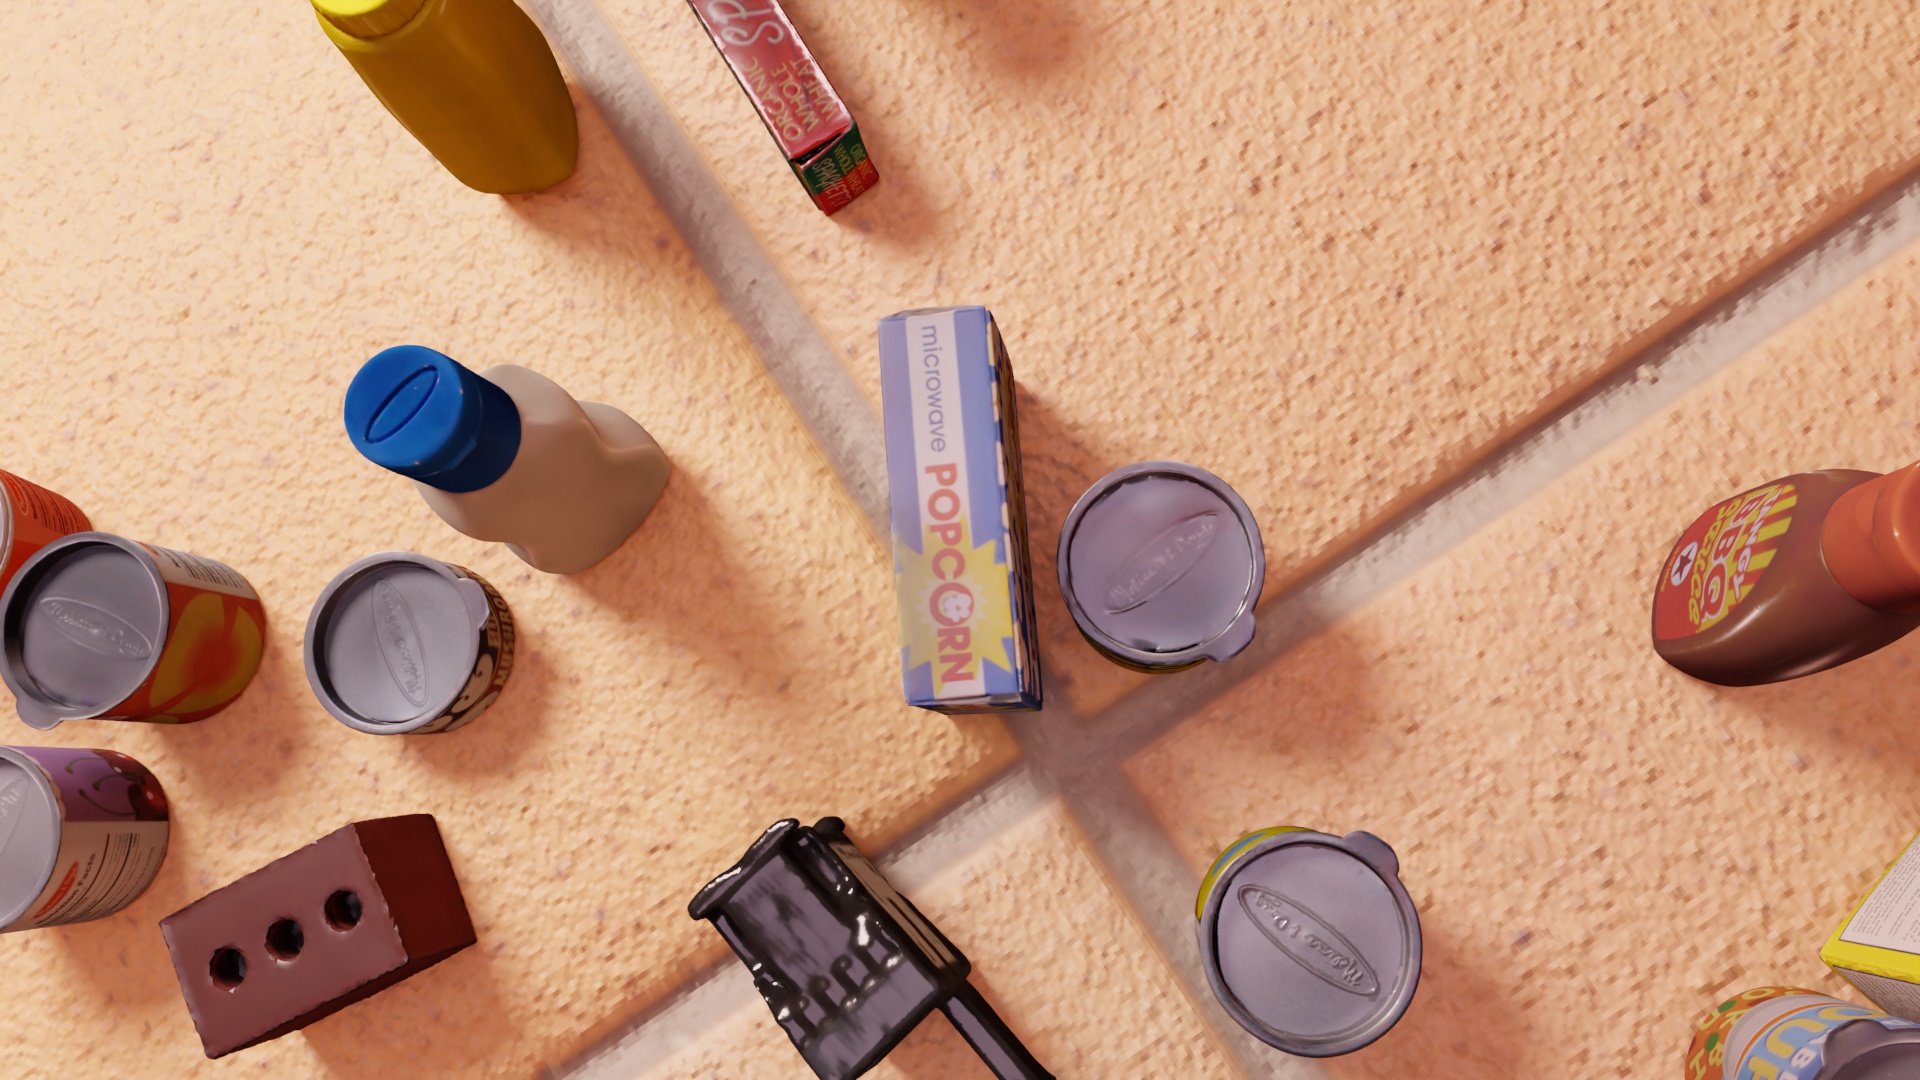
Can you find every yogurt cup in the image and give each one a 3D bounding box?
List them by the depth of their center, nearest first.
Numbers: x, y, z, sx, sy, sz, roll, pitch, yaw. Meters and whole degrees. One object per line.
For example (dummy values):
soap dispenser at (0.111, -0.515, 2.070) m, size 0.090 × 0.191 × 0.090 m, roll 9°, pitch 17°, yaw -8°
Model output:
yogurt cup at (-0.372, 0.003, 0.526) m, size 0.072 × 0.054 × 0.072 m, roll -1°, pitch 80°, yaw 7°

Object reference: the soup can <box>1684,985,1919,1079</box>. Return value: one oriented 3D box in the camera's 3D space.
soup can at (0.260, 0.167, 0.407) m, size 0.071 × 0.083 × 0.071 m, roll -1°, pitch 81°, yaw 7°

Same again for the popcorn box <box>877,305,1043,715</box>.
popcorn box at (0.002, -0.006, 0.467) m, size 0.038 × 0.085 × 0.127 m, roll -6°, pitch 80°, yaw 6°

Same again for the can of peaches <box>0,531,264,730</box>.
can of peaches at (-0.304, 0.036, 0.510) m, size 0.071 × 0.058 × 0.071 m, roll -1°, pitch 80°, yaw 7°

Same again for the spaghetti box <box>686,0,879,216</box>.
spaghetti box at (-0.107, -0.237, 0.537) m, size 0.029 × 0.050 × 0.250 m, roll -32°, pitch 78°, yaw 1°

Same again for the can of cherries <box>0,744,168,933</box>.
can of cherries at (-0.336, 0.105, 0.502) m, size 0.071 × 0.058 × 0.071 m, roll -1°, pitch 80°, yaw 7°

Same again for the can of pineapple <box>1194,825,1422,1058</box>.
can of pineapple at (0.110, 0.125, 0.445) m, size 0.071 × 0.058 × 0.071 m, roll -1°, pitch 80°, yaw 7°

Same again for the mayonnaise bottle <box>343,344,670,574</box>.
mayonnaise bottle at (-0.145, -0.027, 0.456) m, size 0.041 × 0.148 × 0.065 m, roll 42°, pitch 88°, yaw 11°

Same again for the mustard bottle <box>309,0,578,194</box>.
mustard bottle at (-0.182, -0.174, 0.479) m, size 0.049 × 0.160 × 0.065 m, roll -13°, pitch 80°, yaw 5°

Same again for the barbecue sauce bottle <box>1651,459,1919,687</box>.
barbecue sauce bottle at (0.251, 0.007, 0.402) m, size 0.044 × 0.148 × 0.065 m, roll 24°, pitch 84°, yaw 10°

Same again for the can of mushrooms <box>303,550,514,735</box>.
can of mushrooms at (-0.199, 0.038, 0.510) m, size 0.071 × 0.033 × 0.071 m, roll -1°, pitch 80°, yaw 7°

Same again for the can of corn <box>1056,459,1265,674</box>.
can of corn at (0.069, 0.013, 0.469) m, size 0.071 × 0.058 × 0.071 m, roll -1°, pitch 80°, yaw 7°
